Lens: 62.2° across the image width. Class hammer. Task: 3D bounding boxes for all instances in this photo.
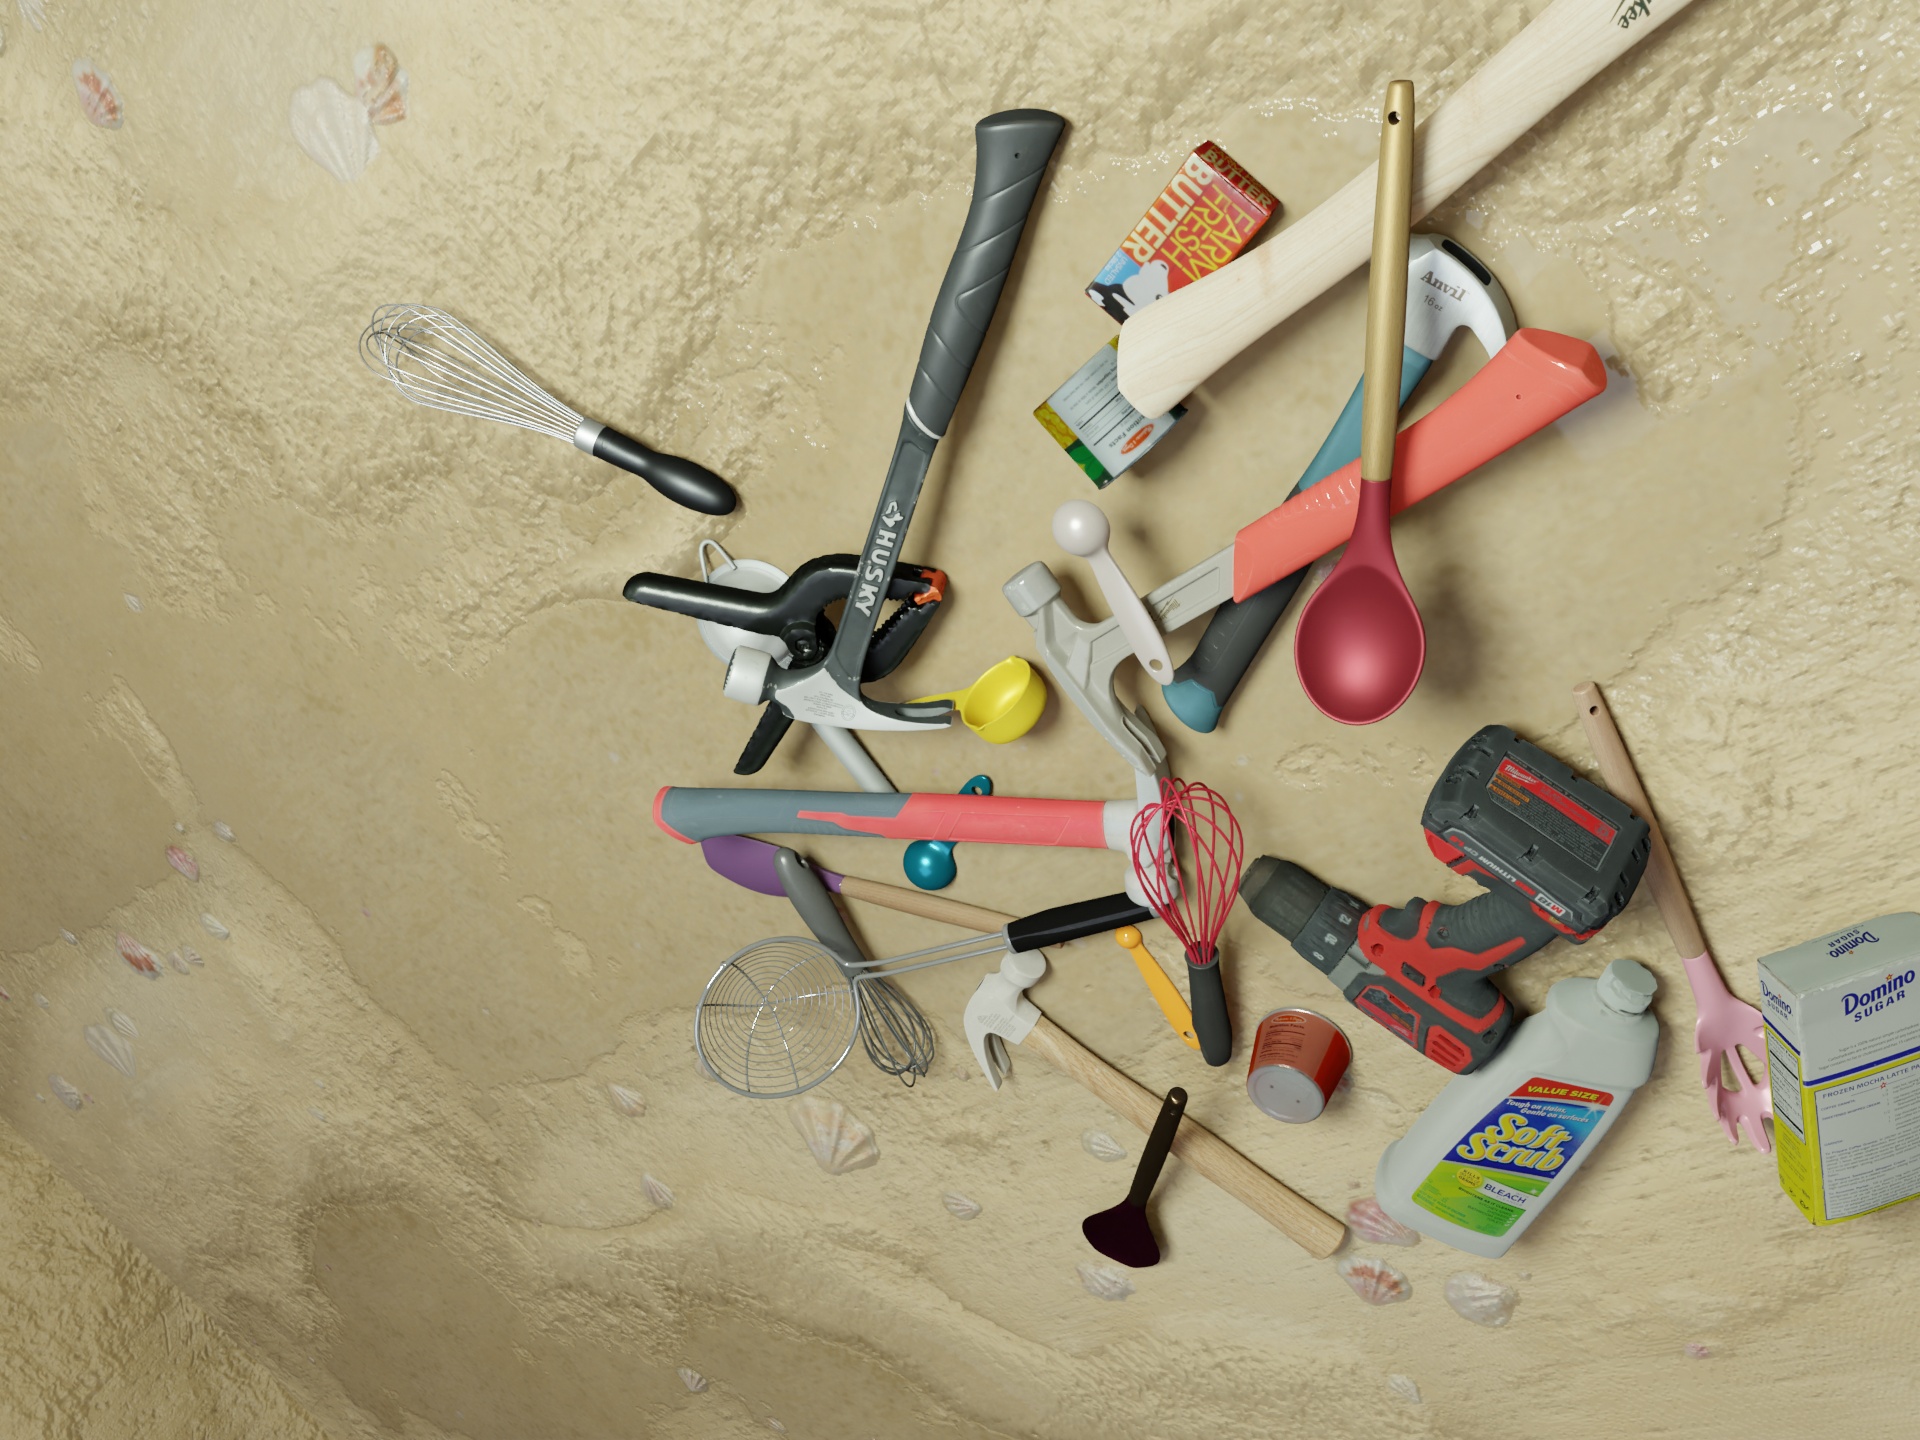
[{"bbox_3d":[-0.022,-0.159,0.942,0.149,0.036,0.408,16,123,-8],"label":"hammer"},{"bbox_3d":[0.185,-0.092,0.864,0.359,0.037,0.149,-30,102,42],"label":"hammer"},{"bbox_3d":[-0.044,0.054,1.108,0.386,0.038,0.143,1,122,20],"label":"hammer"},{"bbox_3d":[0.238,-0.263,0.728,0.410,0.038,0.146,-35,101,34],"label":"hammer"},{"bbox_3d":[0.146,0.303,1.210,0.331,0.031,0.130,35,132,3],"label":"hammer"},{"bbox_3d":[0.193,-0.117,0.888,0.128,0.033,0.330,32,132,8],"label":"hammer"}]

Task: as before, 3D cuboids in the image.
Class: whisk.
[{"bbox_3d":[-0.085,0.194,1.244,0.055,0.055,0.238,-11,119,35],"label":"whisk"},{"bbox_3d":[-0.279,-0.206,1.079,0.284,0.070,0.070,27,131,4],"label":"whisk"},{"bbox_3d":[0.158,0.143,1.052,0.073,0.073,0.295,10,139,24],"label":"whisk"}]

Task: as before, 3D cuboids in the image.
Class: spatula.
[{"bbox_3d":[-0.066,0.134,1.221,0.316,0.018,0.059,10,131,25],"label":"spatula"}]

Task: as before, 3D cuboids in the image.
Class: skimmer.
[{"bbox_3d":[-0.023,0.187,1.143,0.363,0.090,0.127,-18,110,25],"label":"skimmer"}]

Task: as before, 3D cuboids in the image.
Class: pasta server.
[{"bbox_3d":[0.418,0.116,0.921,0.060,0.040,0.316,-26,107,9],"label":"pasta server"}]

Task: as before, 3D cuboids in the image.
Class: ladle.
[{"bbox_3d":[0.203,-0.143,0.775,0.069,0.031,0.315,12,121,27],"label":"ladle"}]

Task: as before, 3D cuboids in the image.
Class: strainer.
[{"bbox_3d":[-0.109,-0.016,1.128,0.087,0.050,0.258,-29,108,25],"label":"strainer"}]

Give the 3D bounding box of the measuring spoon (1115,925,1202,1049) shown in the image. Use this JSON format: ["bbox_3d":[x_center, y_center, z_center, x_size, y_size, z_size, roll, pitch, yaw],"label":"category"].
[{"bbox_3d":[0.144,0.195,1.149,0.021,0.011,0.116,-20,110,38],"label":"measuring spoon"}]

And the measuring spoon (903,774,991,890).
[{"bbox_3d":[-0.010,0.084,1.150,0.042,0.021,0.128,34,133,4],"label":"measuring spoon"}]

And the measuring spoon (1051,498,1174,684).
[{"bbox_3d":[0.088,-0.069,0.904,0.034,0.018,0.124,-18,111,39],"label":"measuring spoon"}]

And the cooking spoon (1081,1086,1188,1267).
[{"bbox_3d":[0.140,0.356,1.219,0.069,0.017,0.318,23,144,13],"label":"cooking spoon"}]

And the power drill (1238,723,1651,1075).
[{"bbox_3d":[0.279,0.103,0.957,0.188,0.080,0.226,36,142,12],"label":"power drill"}]

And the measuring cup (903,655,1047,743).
[{"bbox_3d":[-0.002,-0.003,1.075,0.029,0.062,0.156,42,147,-28],"label":"measuring cup"}]
